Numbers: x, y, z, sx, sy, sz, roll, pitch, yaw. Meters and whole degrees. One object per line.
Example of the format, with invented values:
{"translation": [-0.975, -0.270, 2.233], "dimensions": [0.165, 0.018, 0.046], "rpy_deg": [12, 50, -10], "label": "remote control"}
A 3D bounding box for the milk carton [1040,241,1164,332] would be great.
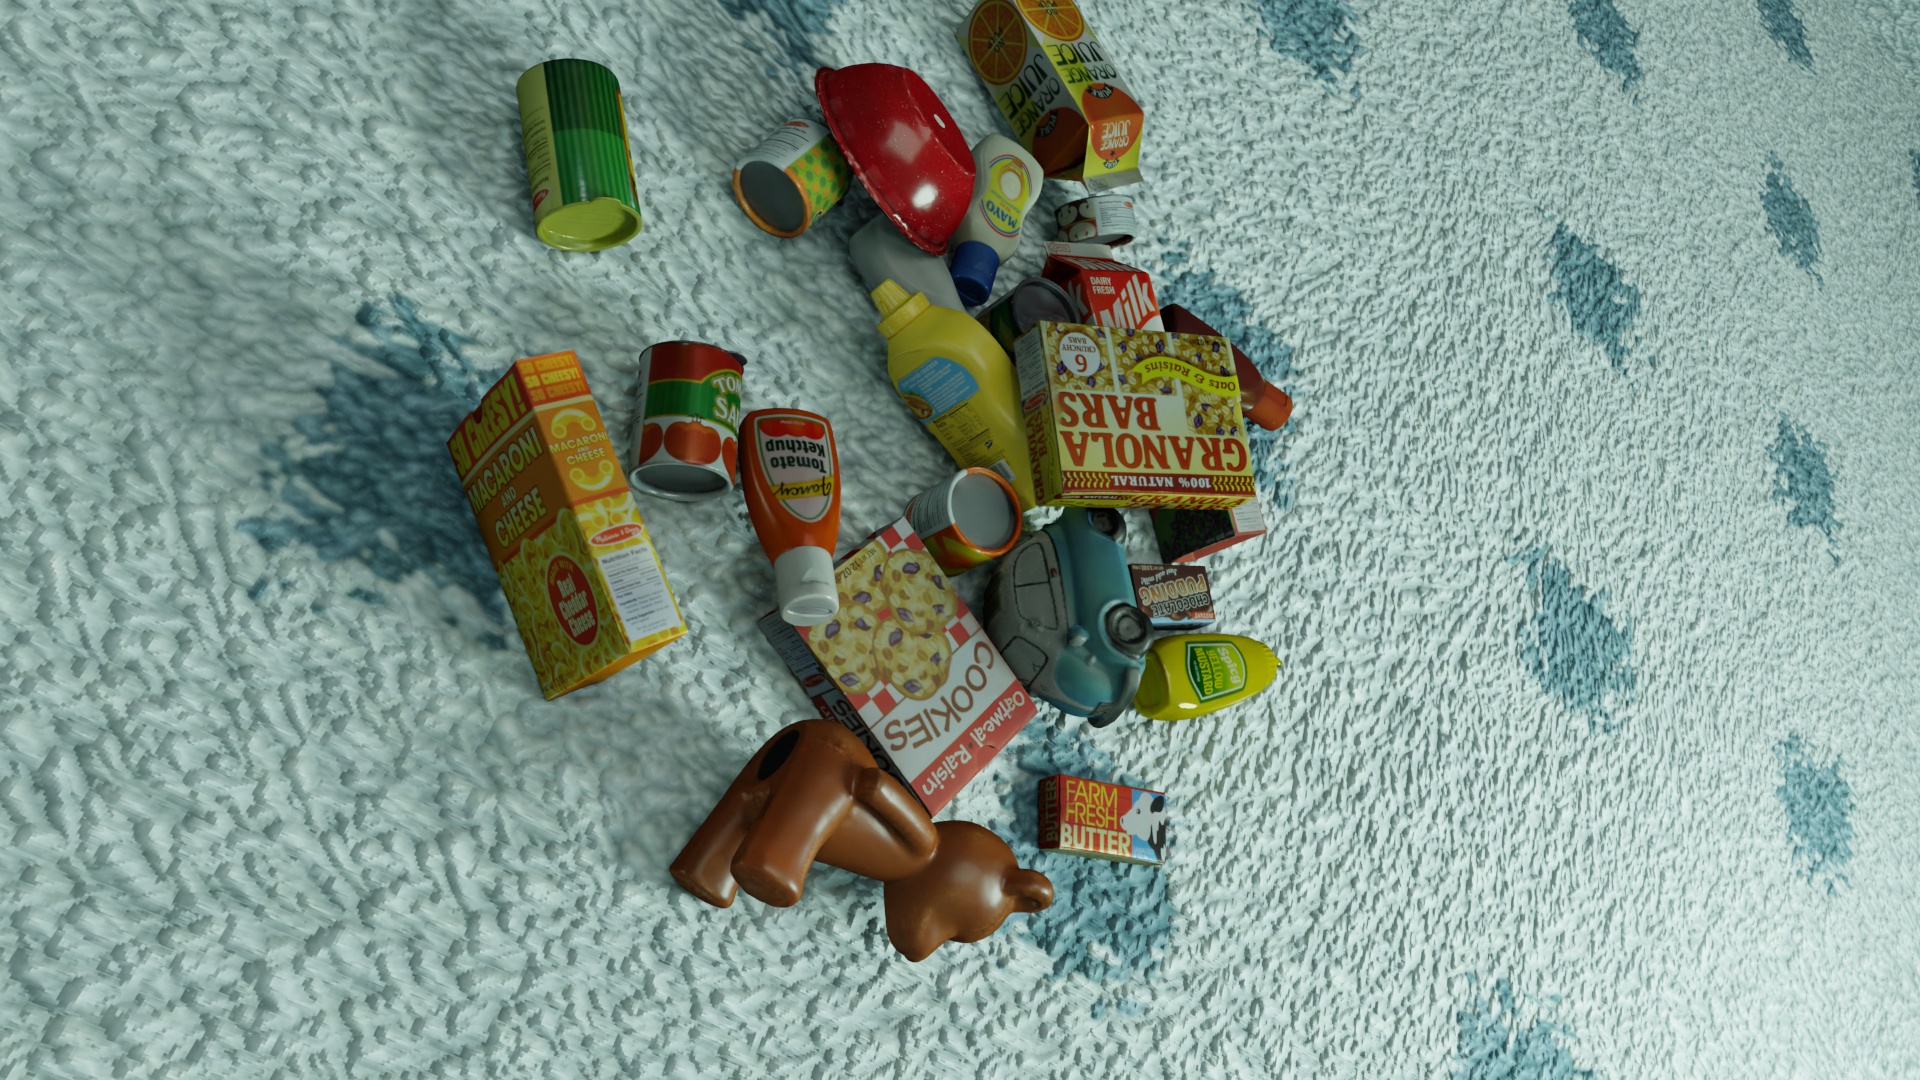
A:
{"translation": [0.116, -0.151, 1.109], "dimensions": [0.072, 0.073, 0.191], "rpy_deg": [-4, 76, -35], "label": "milk carton"}

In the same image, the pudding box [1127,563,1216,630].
{"translation": [0.159, 0.045, 1.095], "dimensions": [0.084, 0.030, 0.050], "rpy_deg": [3, 72, -35], "label": "pudding box"}

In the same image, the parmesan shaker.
{"translation": [-0.242, -0.247, 0.886], "dimensions": [0.071, 0.071, 0.103], "rpy_deg": [-2, 74, -37], "label": "parmesan shaker"}

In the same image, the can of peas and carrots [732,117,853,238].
{"translation": [-0.118, -0.255, 0.986], "dimensions": [0.071, 0.070, 0.059], "rpy_deg": [48, 53, -12], "label": "can of peas and carrots"}

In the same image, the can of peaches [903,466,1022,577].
{"translation": [0.004, -0.012, 0.985], "dimensions": [0.071, 0.058, 0.071], "rpy_deg": [14, 65, -31], "label": "can of peaches"}

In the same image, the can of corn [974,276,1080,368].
{"translation": [0.051, -0.159, 1.076], "dimensions": [0.071, 0.058, 0.071], "rpy_deg": [14, 65, -32], "label": "can of corn"}

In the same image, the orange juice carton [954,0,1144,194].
{"translation": [0.083, -0.372, 1.155], "dimensions": [0.072, 0.072, 0.193], "rpy_deg": [-21, 78, -39], "label": "orange juice carton"}

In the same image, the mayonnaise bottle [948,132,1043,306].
{"translation": [0.023, -0.252, 1.101], "dimensions": [0.064, 0.041, 0.149], "rpy_deg": [31, 56, -25], "label": "mayonnaise bottle"}

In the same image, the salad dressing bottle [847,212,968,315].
{"translation": [-0.023, -0.177, 1.039], "dimensions": [0.147, 0.044, 0.064], "rpy_deg": [53, 42, -9], "label": "salad dressing bottle"}

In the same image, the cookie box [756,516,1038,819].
{"translation": [-0.038, 0.086, 0.929], "dimensions": [0.123, 0.040, 0.167], "rpy_deg": [-39, 98, -39], "label": "cookie box"}

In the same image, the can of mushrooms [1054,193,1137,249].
{"translation": [0.111, -0.262, 1.155], "dimensions": [0.071, 0.071, 0.033], "rpy_deg": [-8, 89, -38], "label": "can of mushrooms"}

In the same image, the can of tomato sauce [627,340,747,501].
{"translation": [-0.171, -0.074, 0.875], "dimensions": [0.071, 0.071, 0.083], "rpy_deg": [14, 66, -32], "label": "can of tomato sauce"}

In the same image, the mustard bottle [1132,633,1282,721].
{"translation": [0.202, 0.102, 1.093], "dimensions": [0.161, 0.048, 0.065], "rpy_deg": [-5, 78, -37], "label": "mustard bottle"}

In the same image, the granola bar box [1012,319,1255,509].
{"translation": [0.124, -0.086, 0.976], "dimensions": [0.166, 0.039, 0.124], "rpy_deg": [0, 75, -28], "label": "granola bar box"}

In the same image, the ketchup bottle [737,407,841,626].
{"translation": [-0.105, -0.016, 0.890], "dimensions": [0.065, 0.043, 0.149], "rpy_deg": [3, 53, -22], "label": "ketchup bottle"}

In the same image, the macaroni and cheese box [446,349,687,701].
{"translation": [-0.224, -0.005, 0.774], "dimensions": [0.040, 0.123, 0.166], "rpy_deg": [-20, 85, -40], "label": "macaroni and cheese box"}

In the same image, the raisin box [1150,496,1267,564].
{"translation": [0.190, -0.052, 1.119], "dimensions": [0.040, 0.086, 0.123], "rpy_deg": [-5, 76, -36], "label": "raisin box"}

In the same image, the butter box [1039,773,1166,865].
{"translation": [0.103, 0.202, 0.998], "dimensions": [0.103, 0.024, 0.053], "rpy_deg": [16, 65, -31], "label": "butter box"}

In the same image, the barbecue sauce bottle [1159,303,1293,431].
{"translation": [0.226, -0.144, 1.208], "dimensions": [0.148, 0.043, 0.065], "rpy_deg": [28, 59, -26], "label": "barbecue sauce bottle"}
